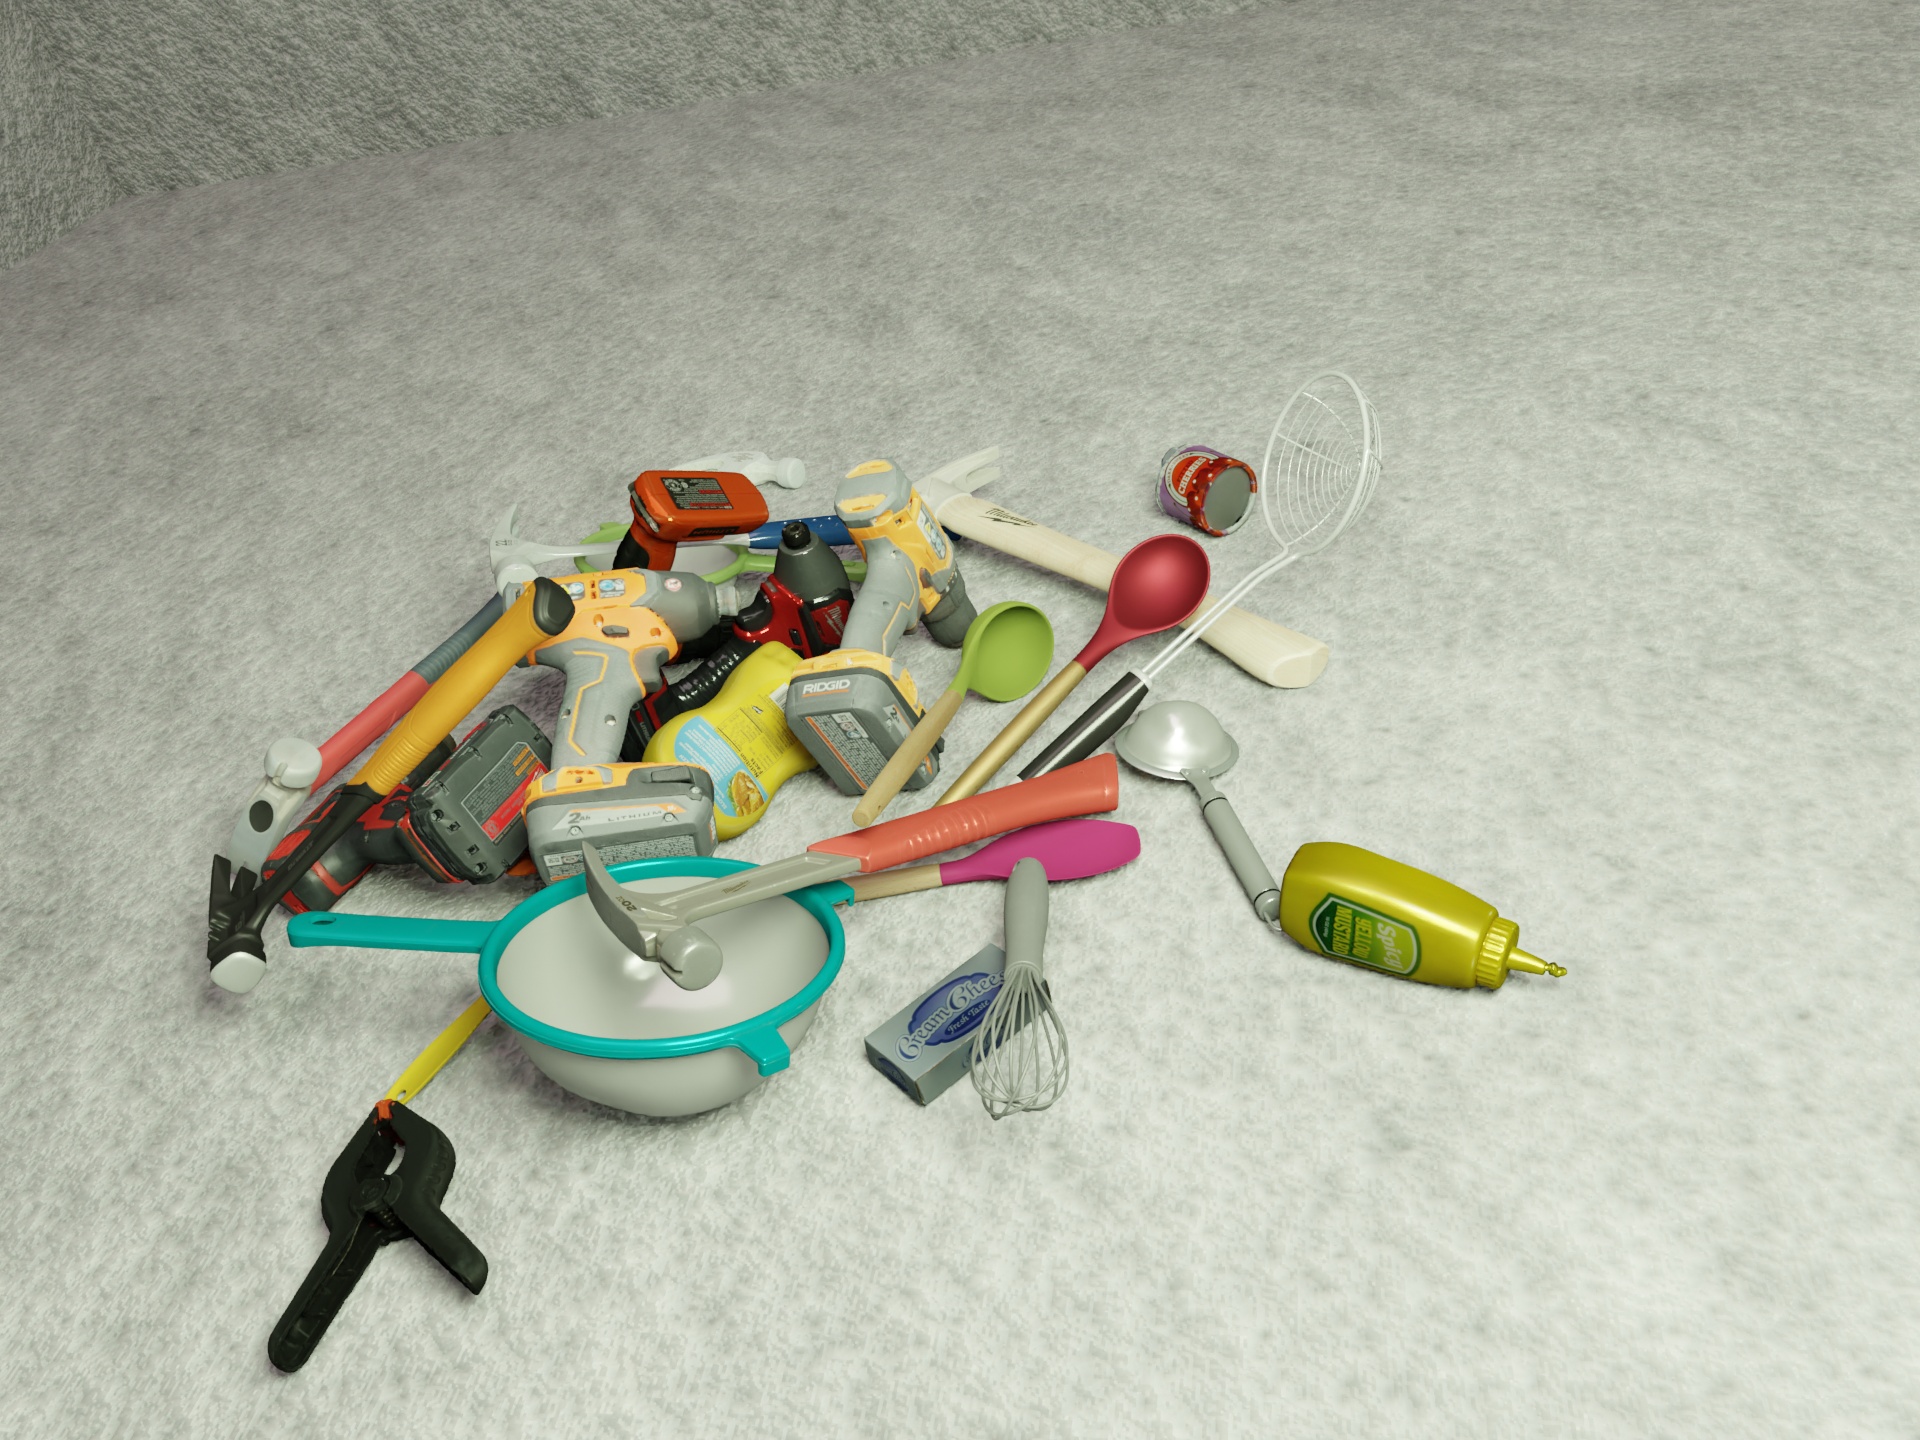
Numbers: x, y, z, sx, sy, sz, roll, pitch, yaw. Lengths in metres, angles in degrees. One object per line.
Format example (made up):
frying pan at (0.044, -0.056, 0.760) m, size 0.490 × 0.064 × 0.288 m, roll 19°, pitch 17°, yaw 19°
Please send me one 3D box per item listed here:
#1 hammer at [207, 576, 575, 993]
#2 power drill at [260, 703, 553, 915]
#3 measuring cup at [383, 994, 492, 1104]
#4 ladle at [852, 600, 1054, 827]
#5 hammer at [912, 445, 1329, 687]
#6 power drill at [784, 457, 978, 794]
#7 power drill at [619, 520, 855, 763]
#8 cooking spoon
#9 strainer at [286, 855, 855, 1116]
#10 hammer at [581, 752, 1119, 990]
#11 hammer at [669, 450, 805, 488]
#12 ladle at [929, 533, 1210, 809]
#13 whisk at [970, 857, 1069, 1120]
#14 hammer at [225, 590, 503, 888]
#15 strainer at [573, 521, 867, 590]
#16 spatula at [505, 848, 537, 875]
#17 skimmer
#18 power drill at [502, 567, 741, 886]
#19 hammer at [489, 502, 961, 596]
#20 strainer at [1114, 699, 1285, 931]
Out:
hammer at (-0.380, 0.028, 1.055) m, size 0.337 × 0.034 × 0.127 m, roll -44°, pitch 38°, yaw 8°
power drill at (-0.388, 0.055, 1.166) m, size 0.227 × 0.080 × 0.188 m, roll -14°, pitch 30°, yaw 36°
measuring cup at (-0.308, 0.199, 1.030) m, size 0.062 × 0.029 × 0.156 m, roll 24°, pitch 61°, yaw 41°
ladle at (-0.002, -0.003, 1.094) m, size 0.062 × 0.078 × 0.320 m, roll 5°, pitch 25°, yaw 17°
hammer at (0.119, -0.125, 1.275) m, size 0.411 × 0.038 × 0.146 m, roll 28°, pitch 48°, yaw 35°
power drill at (-0.046, -0.055, 1.185) m, size 0.084 × 0.185 × 0.226 m, roll -7°, pitch 53°, yaw 23°
power drill at (-0.181, -0.059, 1.231) m, size 0.219 × 0.143 × 0.079 m, roll -28°, pitch 45°, yaw -16°
cooking spoon at (-0.038, 0.107, 1.061) m, size 0.319 × 0.017 × 0.069 m, roll -10°, pitch 29°, yaw 5°
strainer at (-0.237, 0.166, 0.954) m, size 0.340 × 0.095 × 0.211 m, roll 3°, pitch 24°, yaw 7°
hammer at (-0.050, 0.075, 1.007) m, size 0.359 × 0.036 × 0.149 m, roll -15°, pitch 28°, yaw -31°
hammer at (-0.287, -0.165, 1.503) m, size 0.128 × 0.033 × 0.331 m, roll 11°, pitch 42°, yaw 29°
ladle at (0.070, -0.020, 1.144) m, size 0.069 × 0.031 × 0.315 m, roll 38°, pitch 70°, yaw 19°
whisk at (0.036, 0.144, 0.914) m, size 0.055 × 0.055 × 0.239 m, roll -8°, pitch 26°, yaw 8°
hammer at (-0.467, -0.012, 1.325) m, size 0.038 × 0.143 × 0.386 m, roll 34°, pitch 32°, yaw -4°
strainer at (-0.209, -0.116, 1.398) m, size 0.256 × 0.069 × 0.152 m, roll 4°, pitch 27°, yaw -3°
spatula at (-0.205, 0.037, 1.192) m, size 0.322 × 0.041 × 0.081 m, roll -34°, pitch 27°, yaw -27°
skimmer at (0.154, -0.090, 1.106) m, size 0.363 × 0.090 × 0.127 m, roll -43°, pitch 26°, yaw -4°
power drill at (-0.221, -0.008, 1.079) m, size 0.164 × 0.084 × 0.227 m, roll -8°, pitch 58°, yaw -8°
hammer at (-0.196, -0.159, 1.366) m, size 0.405 × 0.035 × 0.144 m, roll -7°, pitch 29°, yaw -19°
strainer at (0.167, 0.049, 1.054) m, size 0.087 × 0.050 × 0.259 m, roll -6°, pitch 37°, yaw -12°
